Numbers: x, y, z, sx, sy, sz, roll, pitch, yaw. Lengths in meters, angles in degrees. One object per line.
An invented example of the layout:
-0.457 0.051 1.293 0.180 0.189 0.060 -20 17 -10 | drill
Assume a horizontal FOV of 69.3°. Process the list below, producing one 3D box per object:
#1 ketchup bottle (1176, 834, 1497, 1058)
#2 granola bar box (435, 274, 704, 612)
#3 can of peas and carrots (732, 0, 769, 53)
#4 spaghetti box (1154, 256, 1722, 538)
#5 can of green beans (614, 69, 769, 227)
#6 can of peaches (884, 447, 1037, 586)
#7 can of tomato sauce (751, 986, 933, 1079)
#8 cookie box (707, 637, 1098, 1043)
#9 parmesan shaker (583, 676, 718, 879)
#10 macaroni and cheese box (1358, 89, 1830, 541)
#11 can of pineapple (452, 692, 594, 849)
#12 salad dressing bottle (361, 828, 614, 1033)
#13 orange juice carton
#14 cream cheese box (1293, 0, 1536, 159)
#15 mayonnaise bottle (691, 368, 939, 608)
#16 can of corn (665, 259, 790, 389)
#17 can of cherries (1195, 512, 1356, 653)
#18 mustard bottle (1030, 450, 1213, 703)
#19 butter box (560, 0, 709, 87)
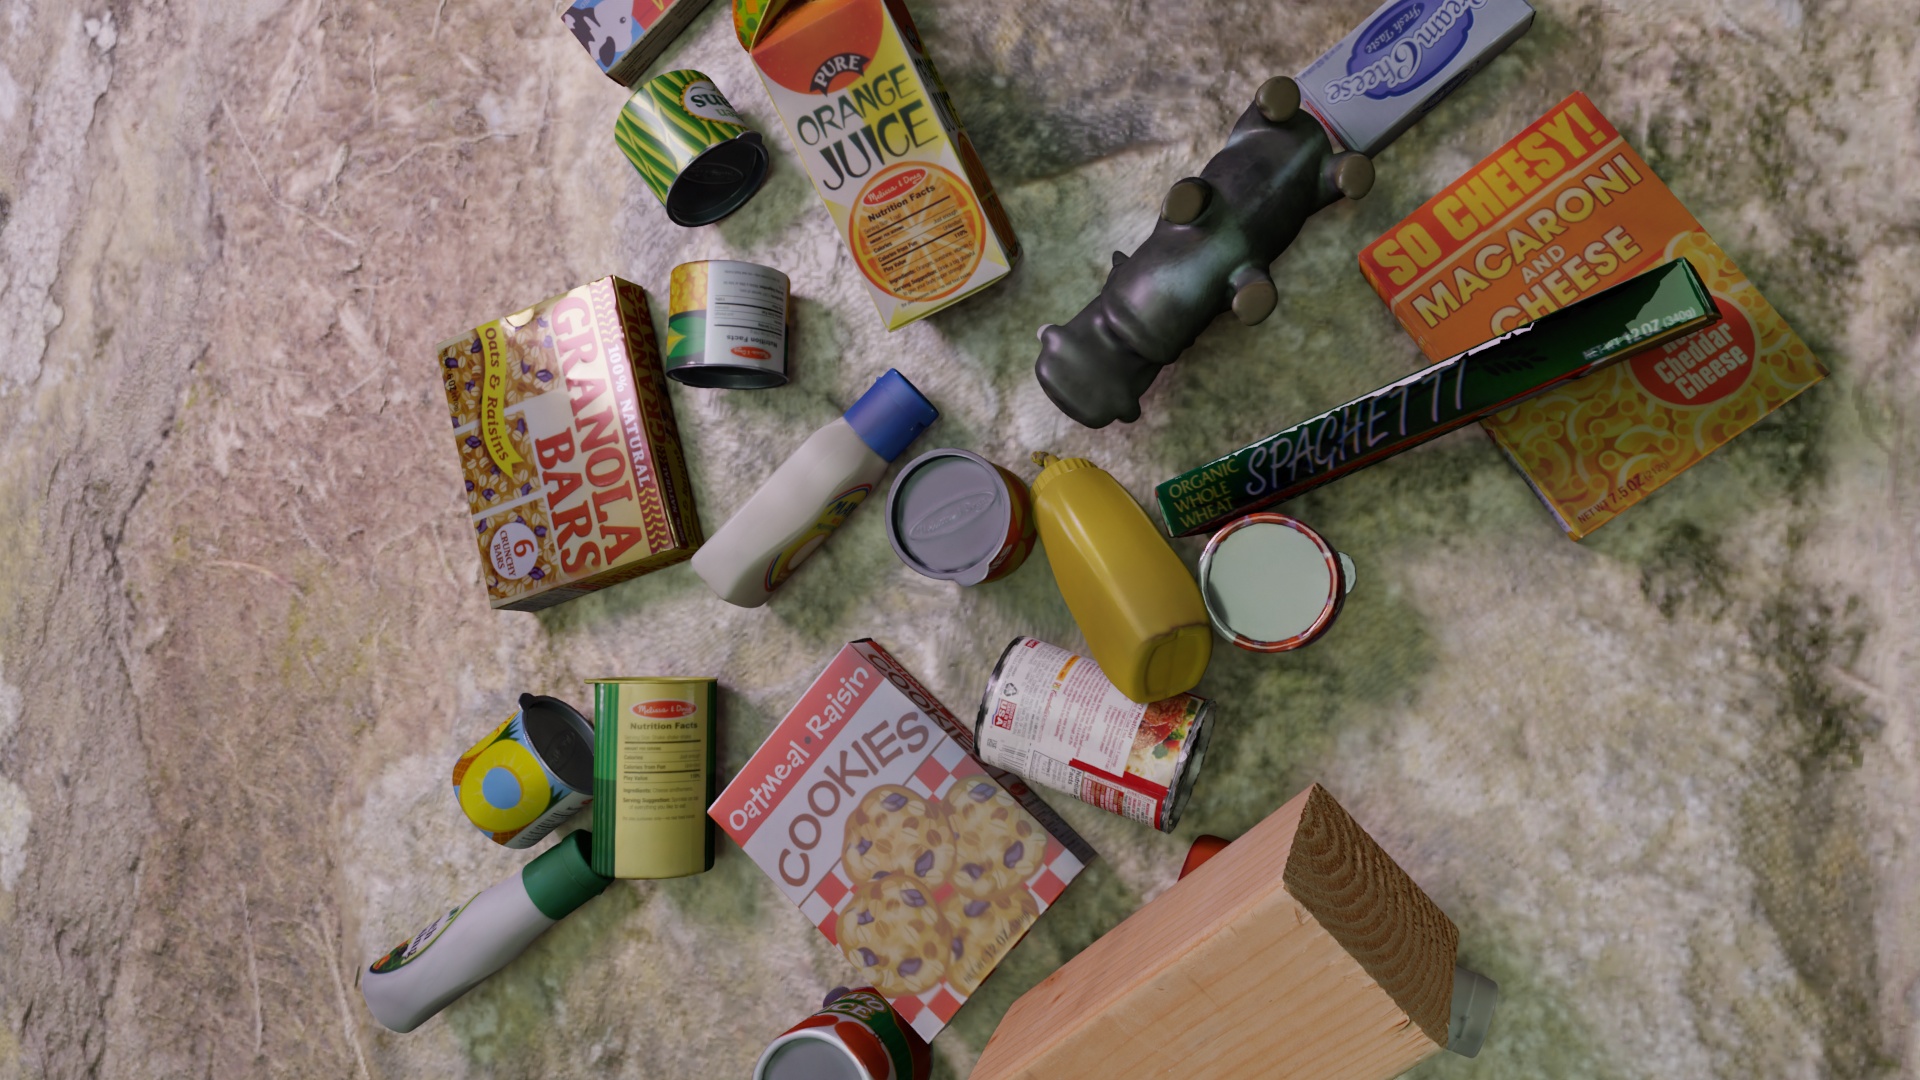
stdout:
0.171 0.194 0.650 0.149 0.043 0.064 20 101 18 | ketchup bottle
-0.226 -0.054 0.801 0.124 0.039 0.165 -18 80 15 | granola bar box
-0.084 -0.295 0.760 0.059 0.071 0.071 18 91 19 | can of peas and carrots
0.204 -0.058 0.623 0.249 0.050 0.029 -24 82 31 | spaghetti box
-0.150 -0.219 0.777 0.071 0.071 0.058 -40 75 11 | can of green beans
0.003 -0.009 0.714 0.071 0.058 0.071 -1 85 17 | can of peaches
-0.059 0.265 0.697 0.071 0.083 0.071 -1 86 17 | can of tomato sauce
-0.032 0.151 0.721 0.168 0.040 0.123 42 98 15 | cookie box
-0.168 0.126 0.751 0.071 0.071 0.103 -1 86 18 | parmesan shaker
0.284 -0.102 0.641 0.123 0.040 0.166 -37 76 12 | macaroni and cheese box
-0.239 0.128 0.775 0.058 0.071 0.071 -38 76 12 | can of pineapple
-0.263 0.218 0.781 0.147 0.064 0.044 -35 95 4 | salad dressing bottle
-0.043 -0.211 0.701 0.073 0.072 0.192 -24 104 15 | orange juice carton
0.221 -0.239 0.681 0.103 0.024 0.053 -39 76 11 | cream cheese box
-0.075 -0.027 0.740 0.148 0.065 0.041 -45 78 6 | mayonnaise bottle
-0.128 -0.117 0.762 0.071 0.071 0.058 0 85 18 | can of corn
0.151 0.020 0.664 0.071 0.058 0.071 -1 85 18 | can of cherries
0.070 0.004 0.679 0.049 0.065 0.161 -13 47 -14 | mustard bottle
-0.182 -0.323 0.817 0.103 0.024 0.053 -42 75 11 | butter box
